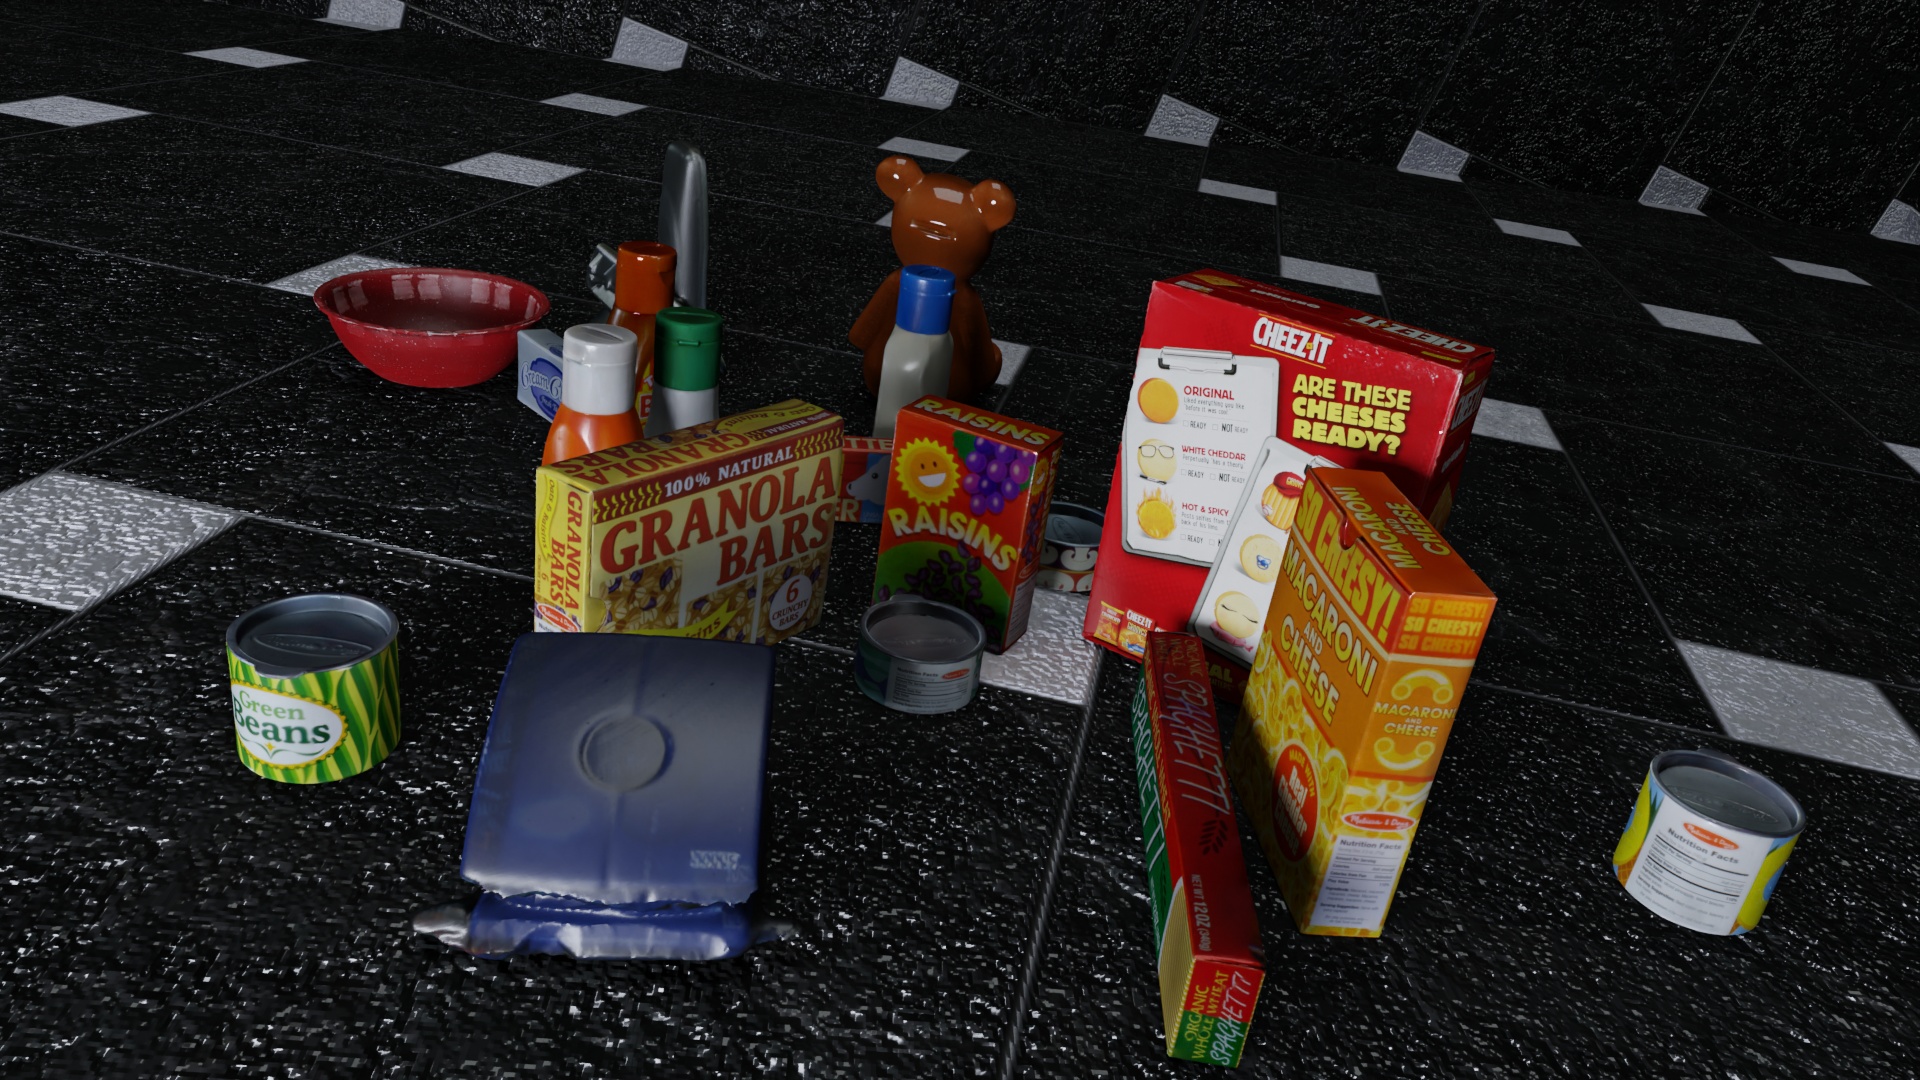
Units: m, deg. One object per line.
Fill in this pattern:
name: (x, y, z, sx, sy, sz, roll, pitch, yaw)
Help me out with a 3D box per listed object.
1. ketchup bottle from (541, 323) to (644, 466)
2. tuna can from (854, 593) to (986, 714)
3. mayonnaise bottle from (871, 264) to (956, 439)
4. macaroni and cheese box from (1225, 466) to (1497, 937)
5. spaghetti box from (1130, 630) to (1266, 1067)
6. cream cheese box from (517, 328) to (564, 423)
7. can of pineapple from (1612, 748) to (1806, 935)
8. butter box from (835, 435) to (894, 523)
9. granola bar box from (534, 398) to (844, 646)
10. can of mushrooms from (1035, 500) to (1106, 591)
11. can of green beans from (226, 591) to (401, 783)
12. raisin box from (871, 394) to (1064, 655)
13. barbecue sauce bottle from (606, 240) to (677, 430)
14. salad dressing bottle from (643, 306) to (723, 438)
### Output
ketchup bottle: (-0.193, -0.038, 0.733, 0.065, 0.148, 0.044, 21, 28, 25)
tuna can: (-0.022, 0.058, 0.722, 0.071, 0.032, 0.071, 7, 25, -3)
mayonnaise bottle: (-0.031, -0.110, 0.938, 0.041, 0.147, 0.065, 17, 26, 17)
macaroni and cheese box: (0.167, 0.067, 0.608, 0.040, 0.165, 0.124, 5, 25, -8)
spaghetti box: (0.100, 0.119, 0.613, 0.029, 0.050, 0.251, 9, 25, -1)
cream cheese box: (-0.273, -0.106, 0.960, 0.024, 0.053, 0.104, -15, 34, -41)
can of pineapple: (0.346, 0.139, 0.645, 0.071, 0.057, 0.071, 7, 25, -3)
butter box: (-0.079, -0.040, 0.885, 0.103, 0.053, 0.024, 3, 25, -12)
granola bar box: (-0.130, 0.007, 0.687, 0.039, 0.123, 0.166, 24, 29, 30)
can of mushrooms: (0.062, 0.003, 0.866, 0.071, 0.033, 0.071, 7, 25, -3)
can of green beans: (-0.277, 0.063, 0.598, 0.071, 0.057, 0.071, 7, 25, -3)
raisin box: (0.003, -0.010, 0.767, 0.086, 0.122, 0.040, 19, 27, 21)
barbecue sauce bottle: (-0.205, -0.115, 0.891, 0.044, 0.147, 0.065, 19, 27, 21)
salad dressing bottle: (-0.157, -0.057, 0.785, 0.064, 0.147, 0.044, 3, 25, -12)
